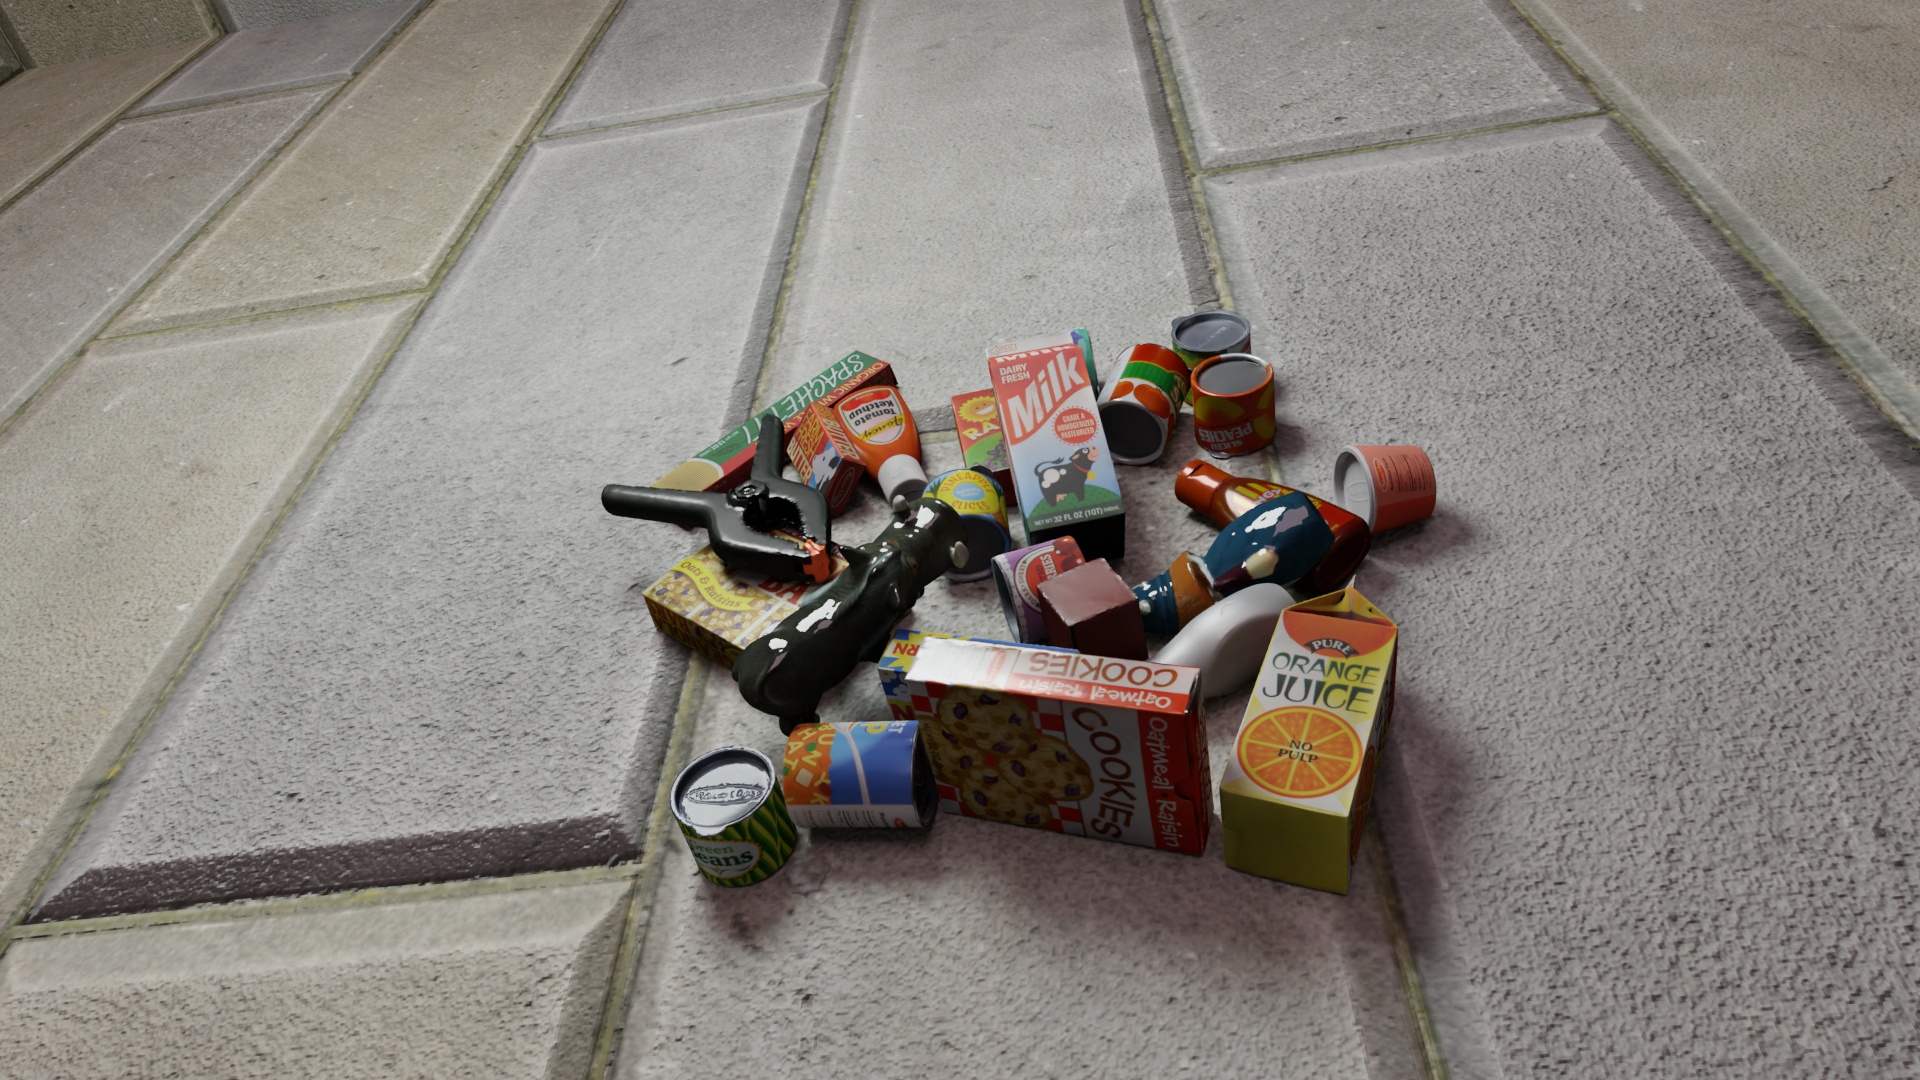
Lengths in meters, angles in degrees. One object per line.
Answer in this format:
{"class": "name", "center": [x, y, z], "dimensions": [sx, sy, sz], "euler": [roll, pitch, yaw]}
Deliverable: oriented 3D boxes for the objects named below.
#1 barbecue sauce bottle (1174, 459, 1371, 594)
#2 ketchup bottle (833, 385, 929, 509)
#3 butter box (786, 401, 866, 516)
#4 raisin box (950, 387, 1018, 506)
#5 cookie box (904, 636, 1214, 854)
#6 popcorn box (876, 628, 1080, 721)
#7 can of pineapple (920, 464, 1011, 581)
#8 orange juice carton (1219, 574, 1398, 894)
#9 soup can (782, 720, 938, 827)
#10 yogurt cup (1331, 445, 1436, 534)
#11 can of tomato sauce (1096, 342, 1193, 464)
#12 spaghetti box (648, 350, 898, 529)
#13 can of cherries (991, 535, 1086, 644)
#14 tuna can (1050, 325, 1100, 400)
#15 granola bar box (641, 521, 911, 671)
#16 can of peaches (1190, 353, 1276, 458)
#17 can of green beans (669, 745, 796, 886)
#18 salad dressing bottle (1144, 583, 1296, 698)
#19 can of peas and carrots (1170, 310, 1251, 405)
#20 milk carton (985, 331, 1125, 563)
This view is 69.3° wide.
{"class": "barbecue sauce bottle", "center": [0.221, -0.016, 1.012], "dimensions": [0.065, 0.043, 0.149], "euler": [-40, 44, -18]}
{"class": "ketchup bottle", "center": [-0.061, -0.075, 1.167], "dimensions": [0.065, 0.043, 0.149], "euler": [-19, 39, -7]}
{"class": "butter box", "center": [-0.114, -0.070, 1.166], "dimensions": [0.024, 0.053, 0.104], "euler": [15, 25, -31]}
{"class": "raisin box", "center": [0.043, -0.081, 1.148], "dimensions": [0.086, 0.040, 0.124], "euler": [-12, 39, 1]}
{"class": "cookie box", "center": [0.061, 0.121, 0.818], "dimensions": [0.167, 0.122, 0.040], "euler": [5, 42, 21]}
{"class": "popcorn box", "center": [0.018, 0.104, 0.882], "dimensions": [0.127, 0.084, 0.038], "euler": [5, 42, 21]}
{"class": "can of pineapple", "center": [0.004, -0.013, 1.048], "dimensions": [0.071, 0.070, 0.058], "euler": [-10, 38, 3]}
{"class": "orange juice carton", "center": [0.216, 0.108, 0.834], "dimensions": [0.073, 0.071, 0.194], "euler": [8, 42, 24]}
{"class": "soup can", "center": [-0.061, 0.143, 0.868], "dimensions": [0.084, 0.071, 0.072], "euler": [-3, 39, 13]}
{"class": "yogurt cup", "center": [0.306, -0.038, 1.003], "dimensions": [0.054, 0.072, 0.073], "euler": [-8, 37, -7]}
{"class": "can of tomato sauce", "center": [0.149, -0.111, 1.136], "dimensions": [0.071, 0.070, 0.083], "euler": [5, 42, 22]}
{"class": "spaghetti box", "center": [-0.161, -0.094, 1.230], "dimensions": [0.050, 0.028, 0.251], "euler": [26, 52, 38]}
{"class": "can of cherries", "center": [0.059, 0.035, 0.972], "dimensions": [0.058, 0.071, 0.072], "euler": [-16, 38, -6]}
{"class": "tuna can", "center": [0.099, -0.148, 1.197], "dimensions": [0.033, 0.070, 0.071], "euler": [-11, 38, 4]}
{"class": "granola bar box", "center": [-0.138, 0.044, 1.039], "dimensions": [0.166, 0.038, 0.125], "euler": [23, 49, 36]}
{"class": "can of peaches", "center": [0.220, -0.109, 1.120], "dimensions": [0.071, 0.057, 0.071], "euler": [-7, 37, 6]}
{"class": "can of green beans", "center": [-0.140, 0.171, 0.863], "dimensions": [0.071, 0.057, 0.071], "euler": [-8, 38, 6]}
{"class": "salad dressing bottle", "center": [0.152, 0.081, 0.899], "dimensions": [0.148, 0.064, 0.044], "euler": [-27, 42, -7]}
{"class": "can of peas and carrots", "center": [0.212, -0.154, 1.178], "dimensions": [0.071, 0.058, 0.071], "euler": [-8, 37, 6]}
{"class": "milk carton", "center": [0.069, -0.078, 1.053], "dimensions": [0.072, 0.073, 0.191], "euler": [-11, 61, 0]}
